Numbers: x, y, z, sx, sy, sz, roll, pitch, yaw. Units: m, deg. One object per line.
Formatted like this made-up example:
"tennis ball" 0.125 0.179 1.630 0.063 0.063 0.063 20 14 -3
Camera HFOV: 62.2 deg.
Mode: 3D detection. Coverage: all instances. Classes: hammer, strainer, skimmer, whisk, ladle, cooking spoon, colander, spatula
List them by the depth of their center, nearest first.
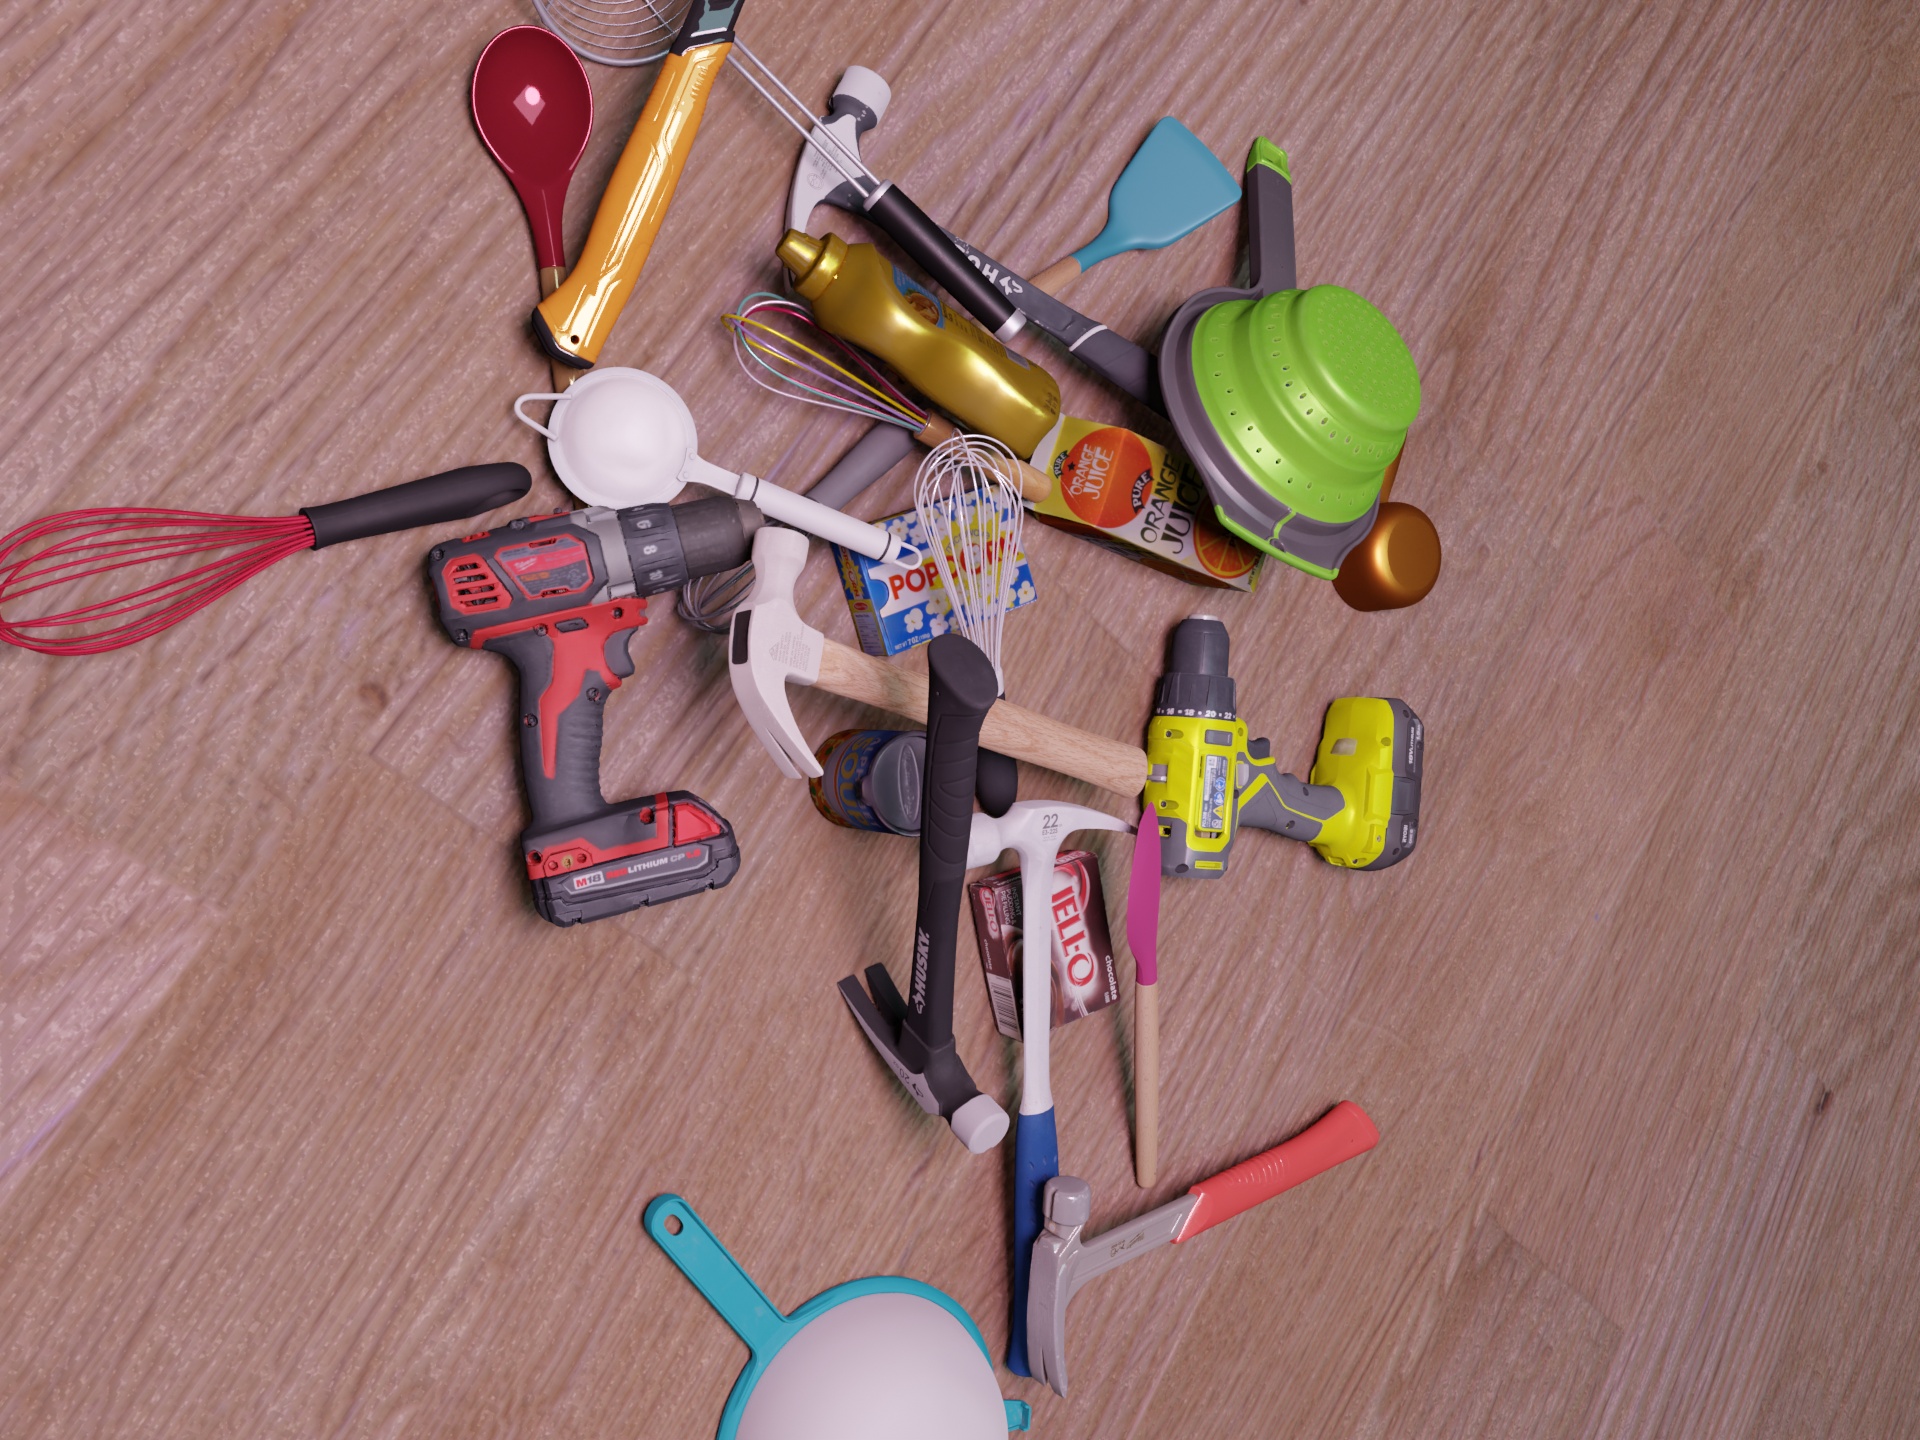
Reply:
"whisk" -0.361 -0.095 0.831 0.296 0.073 0.073 -22 102 -35
"hammer" -0.147 -0.351 0.891 0.127 0.034 0.337 24 96 -23
"hammer" -0.015 0.095 0.926 0.035 0.146 0.334 -21 133 -31
"ladle" -0.232 -0.237 0.927 0.069 0.031 0.315 -9 98 -22
"strainer" -0.134 -0.141 0.941 0.258 0.050 0.087 20 80 -24
"skimmer" -0.095 -0.355 0.945 0.363 0.090 0.127 42 103 -14
"hammer" -0.002 -0.003 0.972 0.331 0.031 0.130 20 73 -40
"strainer" -0.077 0.424 0.992 0.211 0.095 0.340 -44 113 -24
"whisk" -0.090 -0.135 1.008 0.239 0.055 0.055 -47 114 -27
"whisk" -0.043 -0.200 1.009 0.244 0.047 0.051 25 57 -27
"whisk" 0.014 -0.052 1.024 0.070 0.070 0.284 -27 128 -29
"hammer" 0.067 -0.263 1.068 0.408 0.036 0.149 28 78 -17
"hammer" 0.056 0.249 1.069 0.144 0.035 0.405 -9 105 -34
"cooking spoon" 0.129 0.200 1.103 0.069 0.017 0.318 -53 145 -56
"spatula" 0.063 -0.311 1.103 0.317 0.044 0.082 -40 86 -24
"colander" 0.244 -0.291 1.106 0.204 0.094 0.397 23 54 -26
"hammer" 0.187 0.359 1.162 0.359 0.037 0.149 -8 106 -41

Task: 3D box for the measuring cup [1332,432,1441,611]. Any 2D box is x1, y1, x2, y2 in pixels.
"measuring cup" 0.355 -0.172 1.283 0.095 0.052 0.174 19 83 -31

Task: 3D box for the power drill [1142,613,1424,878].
"power drill" 0.239 0.026 1.200 0.228 0.080 0.190 6 87 -30

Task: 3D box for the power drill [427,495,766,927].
"power drill" -0.185 -0.013 0.907 0.188 0.080 0.226 -14 96 -12
